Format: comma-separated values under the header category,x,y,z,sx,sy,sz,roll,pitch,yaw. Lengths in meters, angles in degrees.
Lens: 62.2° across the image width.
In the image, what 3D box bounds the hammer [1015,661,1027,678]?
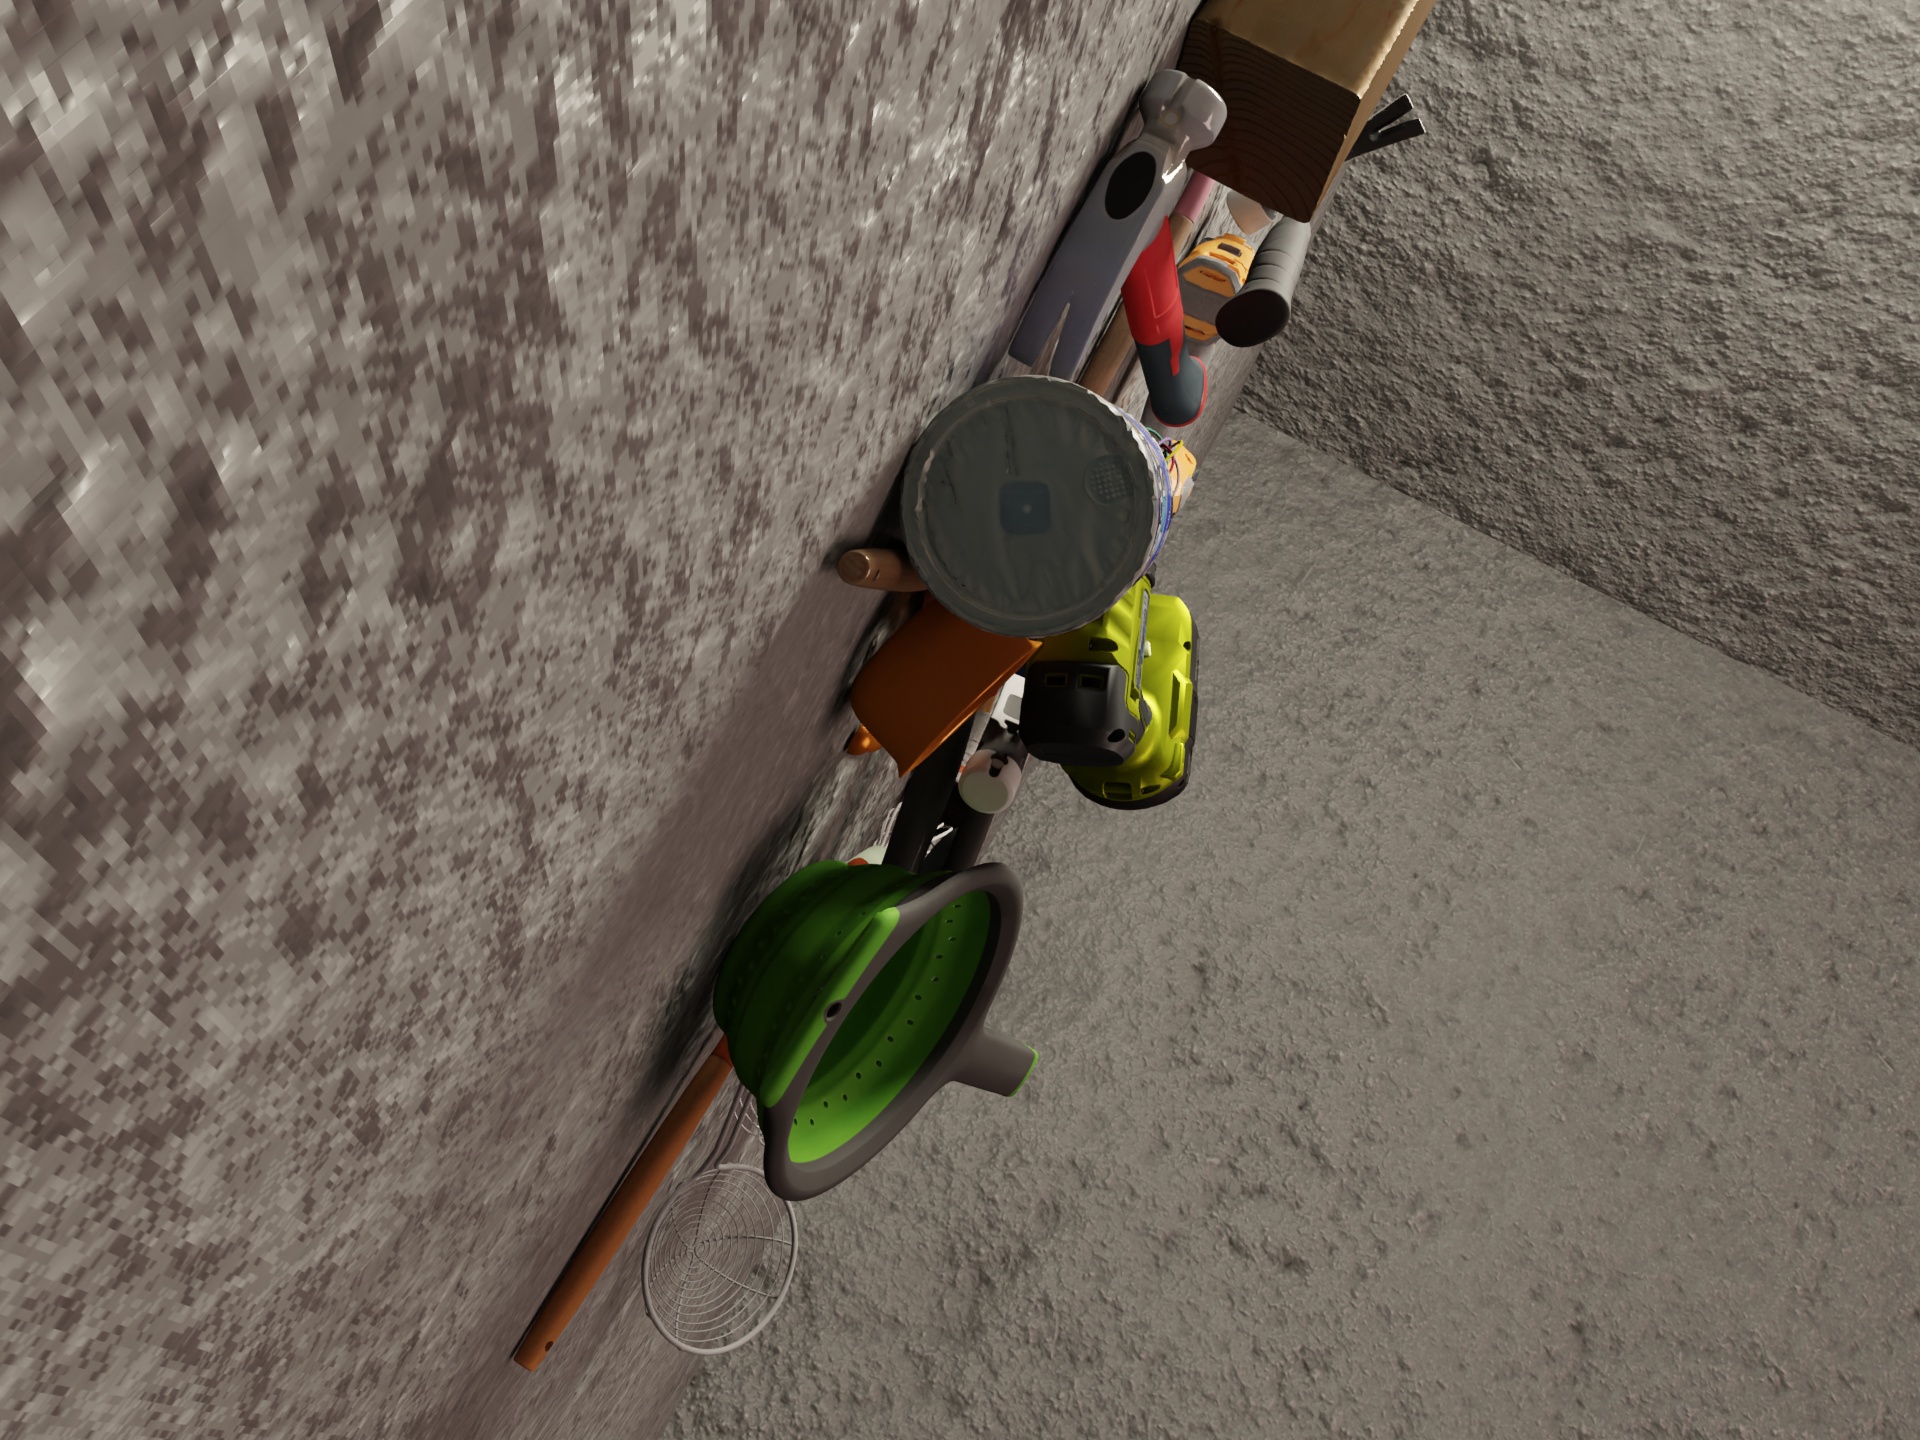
category,x,y,z,sx,sy,sz,roll,pitch,yaw
hammer,0.103,-0.100,1.280,0.144,0.035,0.406,-61,177,30

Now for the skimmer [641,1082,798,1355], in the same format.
category,x,y,z,sx,sy,sz,roll,pitch,yaw
skimmer,-0.126,0.270,1.039,0.127,0.090,0.363,-11,134,-41

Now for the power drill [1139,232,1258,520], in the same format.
category,x,y,z,sx,sy,sz,roll,pitch,yaw
power drill,0.175,-0.272,1.253,0.185,0.084,0.226,-56,168,-59

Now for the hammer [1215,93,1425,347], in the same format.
category,x,y,z,sx,sy,sz,roll,pitch,yaw
hammer,0.217,-0.318,1.019,0.149,0.036,0.409,-25,-160,29

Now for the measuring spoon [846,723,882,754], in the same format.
category,x,y,z,sx,sy,sz,roll,pitch,yaw
measuring spoon,-0.047,0.011,0.898,0.021,0.011,0.117,-62,175,3

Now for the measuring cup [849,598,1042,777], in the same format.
category,x,y,z,sx,sy,sz,roll,pitch,yaw
measuring cup,-0.015,-0.019,0.808,0.095,0.052,0.173,-44,179,-7

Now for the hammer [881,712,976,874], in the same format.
category,x,y,z,sx,sy,sz,roll,pitch,yaw
hammer,-0.002,-0.003,0.964,0.128,0.033,0.331,-59,170,-70

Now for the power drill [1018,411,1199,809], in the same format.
category,x,y,z,sx,sy,sz,roll,pitch,yaw
power drill,0.088,-0.052,0.913,0.228,0.080,0.191,51,44,-69

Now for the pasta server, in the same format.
category,x,y,z,sx,sy,sz,roll,pitch,yaw
pasta server,0.130,-0.280,0.976,0.316,0.040,0.060,-61,168,5

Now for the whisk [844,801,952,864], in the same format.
category,x,y,z,sx,sy,sz,roll,pitch,yaw
whisk,-0.056,0.097,1.106,0.246,0.059,0.058,-26,107,-75

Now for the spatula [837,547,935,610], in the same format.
category,x,y,z,sx,sy,sz,roll,pitch,yaw
spatula,-0.019,-0.067,0.739,0.060,0.018,0.316,-64,175,7

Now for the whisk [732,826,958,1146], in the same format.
category,x,y,z,sx,sy,sz,roll,pitch,yaw
whisk,-0.069,0.189,1.118,0.284,0.070,0.070,-55,176,14

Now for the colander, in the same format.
category,x,y,z,sx,sy,sz,roll,pitch,yaw
colander,-0.040,0.165,0.915,0.204,0.094,0.396,-56,157,-5

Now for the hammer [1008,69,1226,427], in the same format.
category,x,y,z,sx,sy,sz,roll,pitch,yaw
hammer,0.101,-0.209,0.883,0.143,0.038,0.386,-61,169,2

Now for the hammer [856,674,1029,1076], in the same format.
category,x,y,z,sx,sy,sz,roll,pitch,yaw
hammer,-0.011,0.117,1.017,0.146,0.035,0.334,-64,175,-55

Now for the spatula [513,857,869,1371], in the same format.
category,x,y,z,sx,sy,sz,roll,pitch,yaw
spatula,-0.140,0.214,0.887,0.323,0.041,0.080,-57,149,-29

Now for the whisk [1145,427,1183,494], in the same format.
category,x,y,z,sx,sy,sz,roll,pitch,yaw
whisk,0.078,-0.124,1.091,0.245,0.047,0.051,-46,129,-27

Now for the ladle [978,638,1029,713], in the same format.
category,x,y,z,sx,sy,sz,roll,pitch,yaw
ladle,0.020,-0.012,1.344,0.069,0.031,0.315,-63,178,-35
